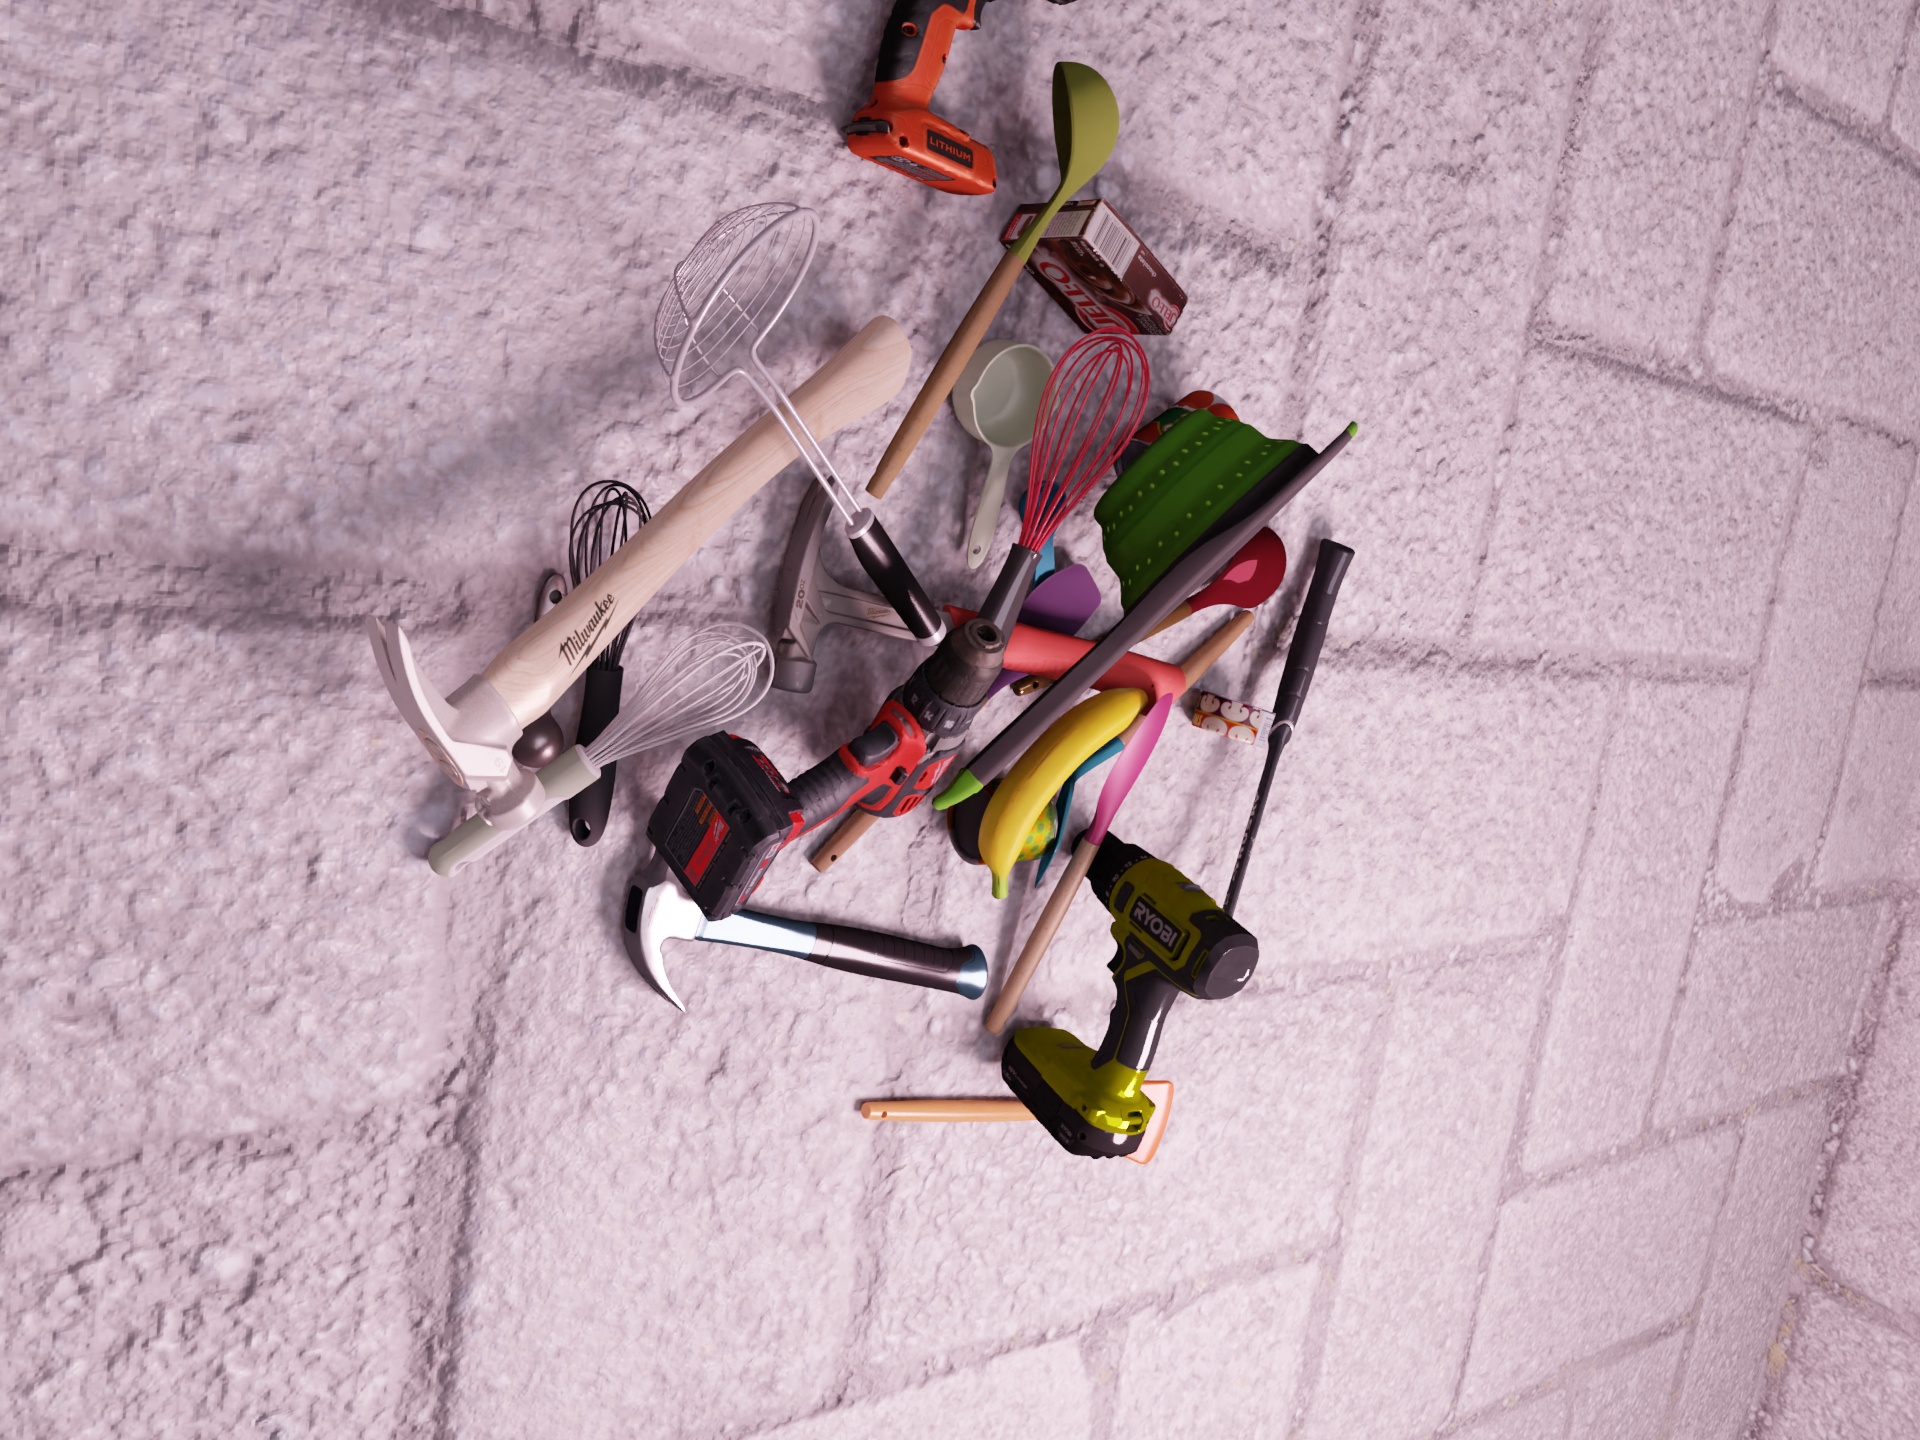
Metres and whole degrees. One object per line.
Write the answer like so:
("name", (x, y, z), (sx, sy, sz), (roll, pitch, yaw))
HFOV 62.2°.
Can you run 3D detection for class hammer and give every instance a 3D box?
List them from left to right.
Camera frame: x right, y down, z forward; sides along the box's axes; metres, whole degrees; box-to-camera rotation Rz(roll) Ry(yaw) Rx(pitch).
("hammer", (-0.166, -0.125, 0.947), (0.411, 0.038, 0.146), (-49, 137, -28))
("hammer", (-0.101, 0.162, 1.161), (0.330, 0.033, 0.128), (20, 90, -41))
("hammer", (0.028, -0.068, 1.172), (0.358, 0.037, 0.149), (11, 94, -35))
("hammer", (0.275, 0.030, 1.395), (0.036, 0.149, 0.409), (19, 81, -4))

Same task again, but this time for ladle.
("ladle", (0.013, -0.295, 1.068), (0.062, 0.078, 0.320), (31, 89, -4))
("ladle", (0.166, -0.085, 1.312), (0.315, 0.031, 0.069), (-26, 120, -29))

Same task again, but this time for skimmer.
("skimmer", (-0.068, -0.151, 0.955), (0.127, 0.090, 0.362), (-52, 140, -16))

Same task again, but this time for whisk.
("whisk", (-0.220, 0.021, 0.969), (0.246, 0.057, 0.059), (-35, 83, 0))
("whisk", (-0.225, -0.032, 0.994), (0.055, 0.055, 0.239), (-4, 110, -39))
("whisk", (0.054, -0.139, 1.121), (0.073, 0.073, 0.296), (20, 95, -41))

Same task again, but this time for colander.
("colander", (0.104, -0.098, 1.136), (0.397, 0.204, 0.094), (-43, 87, -1))

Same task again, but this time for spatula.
("spatula", (-0.002, -0.004, 1.198), (0.316, 0.018, 0.059), (-47, 128, -17))
("spatula", (0.052, 0.331, 1.334), (0.322, 0.041, 0.081), (12, 98, -40))
("spatula", (0.154, 0.010, 1.317), (0.317, 0.044, 0.082), (-43, 167, -26))

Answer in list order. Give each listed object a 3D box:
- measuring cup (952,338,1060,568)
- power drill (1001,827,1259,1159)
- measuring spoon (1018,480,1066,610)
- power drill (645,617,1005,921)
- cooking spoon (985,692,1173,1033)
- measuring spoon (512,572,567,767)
("measuring cup", (0.019, -0.194, 1.155), (0.083, 0.038, 0.167), (-3, 117, -38))
("power drill", (0.122, 0.215, 1.282), (0.080, 0.191, 0.228), (9, 112, -41))
("measuring spoon", (0.058, -0.124, 1.221), (0.042, 0.021, 0.128), (-20, 125, -33))
("power drill", (-0.076, 0.024, 1.034), (0.226, 0.080, 0.187), (-25, 160, -41))
("cooking spoon", (0.093, 0.117, 1.264), (0.319, 0.017, 0.068), (-64, 162, 16))
("measuring spoon", (-0.255, -0.029, 0.985), (0.034, 0.018, 0.124), (1, 102, -40))
